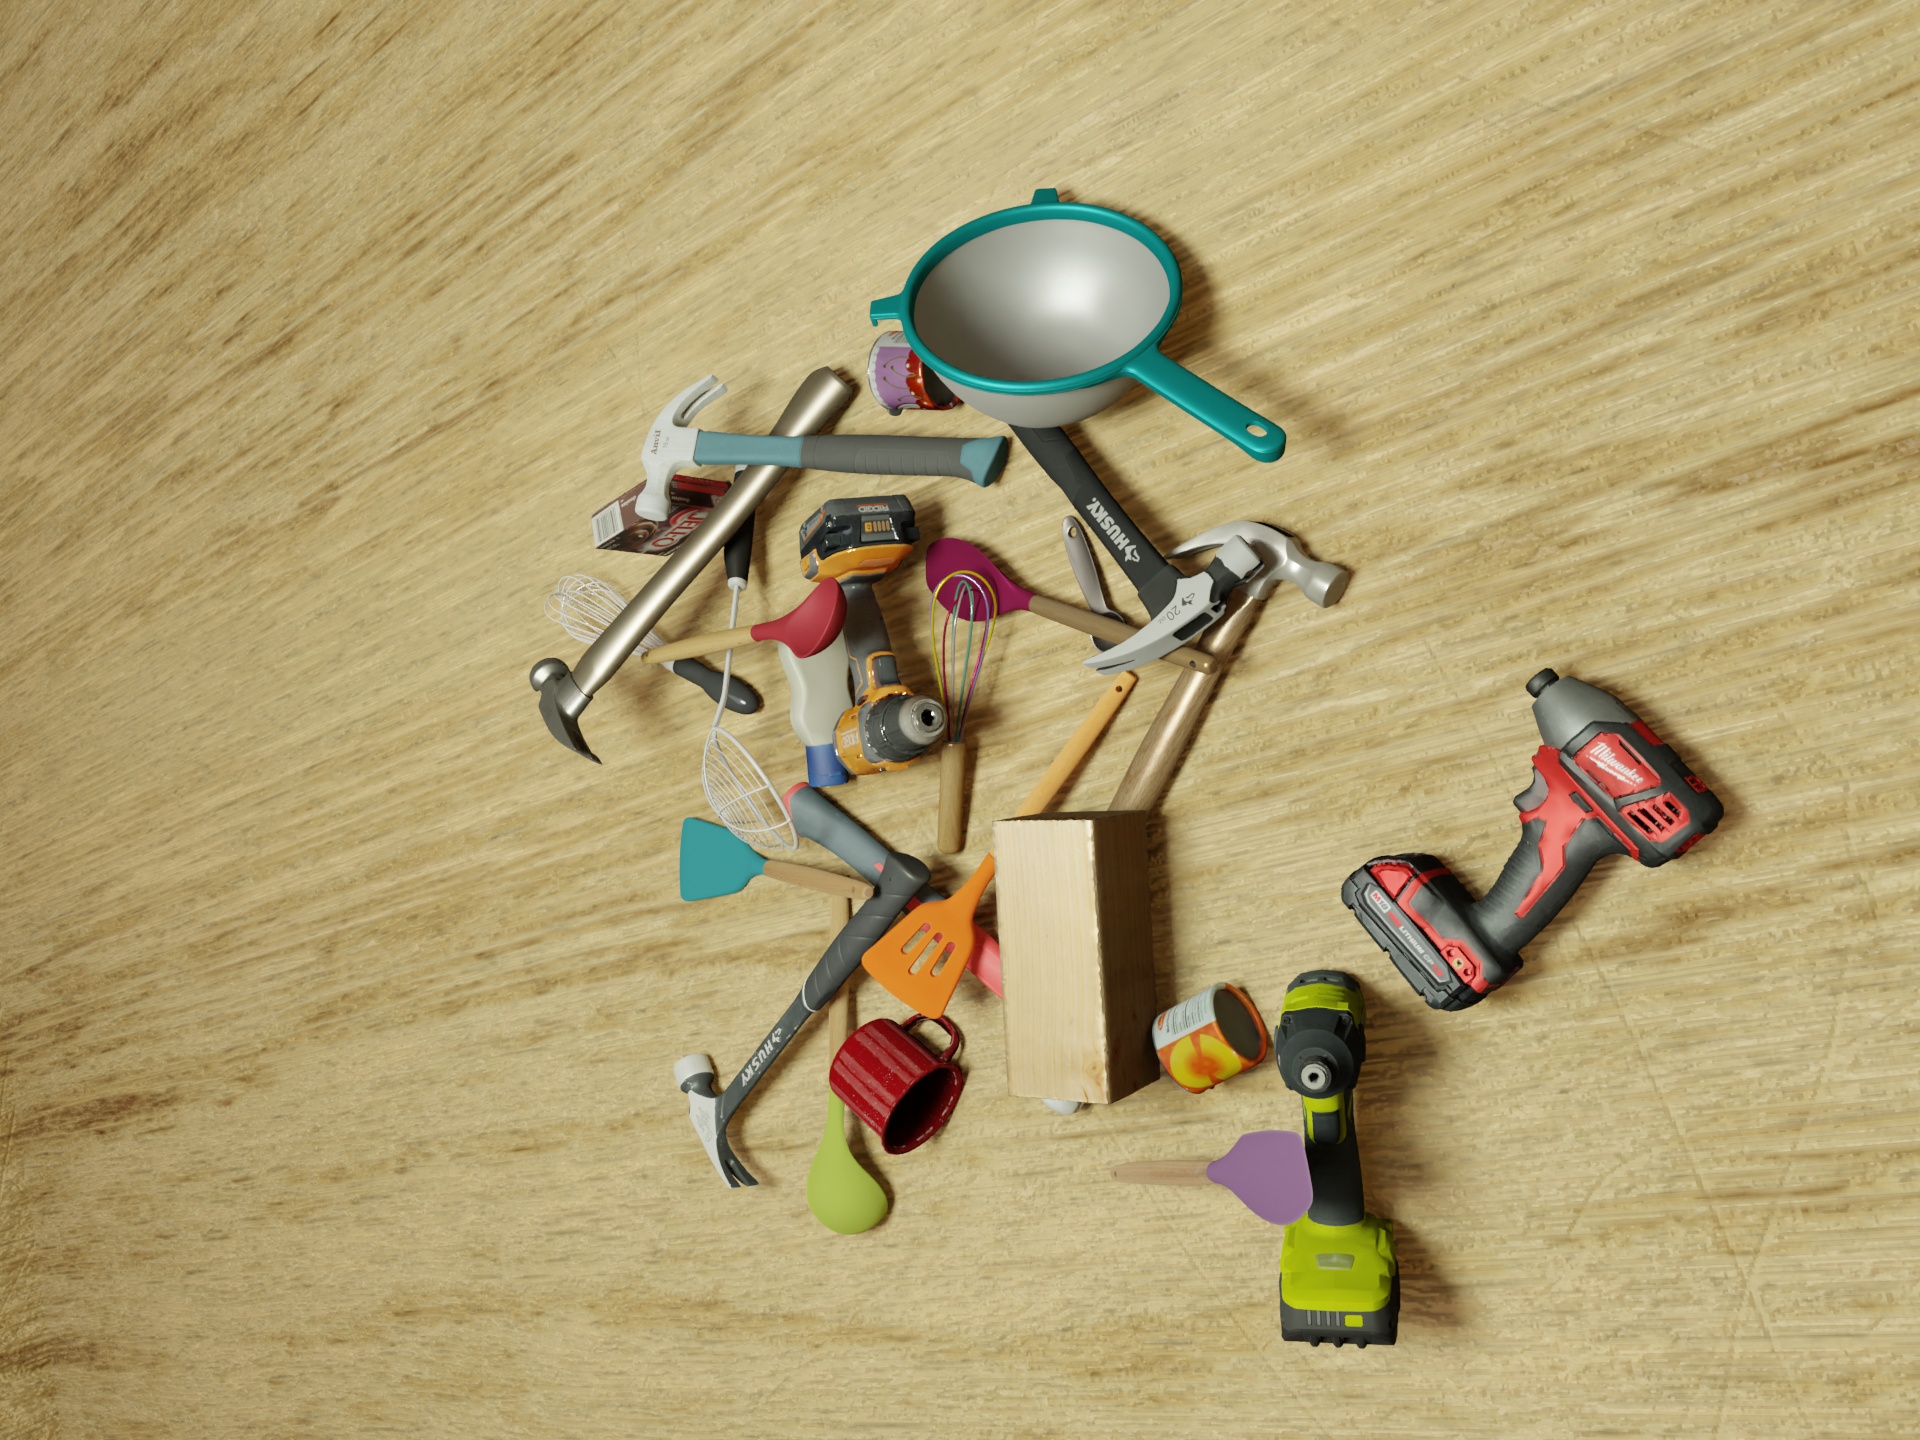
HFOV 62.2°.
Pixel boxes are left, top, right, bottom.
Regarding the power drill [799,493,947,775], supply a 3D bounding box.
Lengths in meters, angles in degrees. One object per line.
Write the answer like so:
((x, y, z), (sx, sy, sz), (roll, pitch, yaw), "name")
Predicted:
((-0.068, -0.070, 1.321), (0.185, 0.084, 0.226), (162, 100, -69), "power drill")

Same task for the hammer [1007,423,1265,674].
((0.087, -0.181, 1.232), (0.146, 0.035, 0.335), (-43, 57, 16), "hammer")

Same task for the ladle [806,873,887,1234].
((-0.103, 0.299, 1.433), (0.078, 0.062, 0.320), (-4, 83, 33), "ladle")

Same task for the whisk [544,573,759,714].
((-0.300, -0.072, 1.556), (0.285, 0.070, 0.070), (28, 108, 28), "whisk")

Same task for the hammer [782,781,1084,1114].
((-0.011, 0.156, 1.352), (0.387, 0.038, 0.143), (38, 112, 30), "hammer")

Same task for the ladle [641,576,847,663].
((-0.190, -0.071, 1.364), (0.315, 0.031, 0.069), (-7, 63, 49), "ladle")

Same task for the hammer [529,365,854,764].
((-0.235, -0.145, 1.426), (0.410, 0.038, 0.146), (-48, 43, 8), "hammer")

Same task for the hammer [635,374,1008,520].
((-0.120, -0.228, 1.360), (0.331, 0.033, 0.128), (5, 80, 19), "hammer")

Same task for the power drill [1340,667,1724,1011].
((0.365, 0.077, 1.042), (0.219, 0.078, 0.143), (-48, 65, 25), "power drill")

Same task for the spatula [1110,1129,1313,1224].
((0.170, 0.323, 1.127), (0.316, 0.018, 0.060), (138, 126, -67), "spatula")

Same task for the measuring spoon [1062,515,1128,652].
((0.108, -0.109, 1.269), (0.034, 0.018, 0.124), (-32, 66, 35), "measuring spoon")

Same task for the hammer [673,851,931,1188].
((-0.140, 0.259, 1.414), (0.408, 0.036, 0.149), (-53, 49, 32), "hammer")

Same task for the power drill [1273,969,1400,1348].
((0.250, 0.297, 1.079), (0.080, 0.171, 0.223), (-4, 94, 16), "power drill")

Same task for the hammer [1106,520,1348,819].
((0.163, -0.001, 1.217), (0.130, 0.031, 0.331), (38, 113, 30), "hammer")

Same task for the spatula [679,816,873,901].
((-0.170, 0.139, 1.436), (0.318, 0.044, 0.082), (2, 89, 57), "spatula")

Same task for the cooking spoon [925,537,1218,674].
((0.077, -0.086, 1.262), (0.319, 0.017, 0.068), (24, 121, 43), "cooking spoon")

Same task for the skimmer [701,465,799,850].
((-0.178, -0.063, 1.438), (0.127, 0.090, 0.363), (118, 156, -70), "skimmer")

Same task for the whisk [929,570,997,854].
((0.000, -0.004, 1.323), (0.051, 0.047, 0.245), (29, 121, 56), "whisk")

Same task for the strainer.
((0.107, -0.258, 1.184), (0.341, 0.211, 0.095), (40, 159, 29), "strainer")

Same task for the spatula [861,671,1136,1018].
((0.041, 0.093, 1.276), (0.081, 0.041, 0.322), (37, 103, 8), "spatula")
